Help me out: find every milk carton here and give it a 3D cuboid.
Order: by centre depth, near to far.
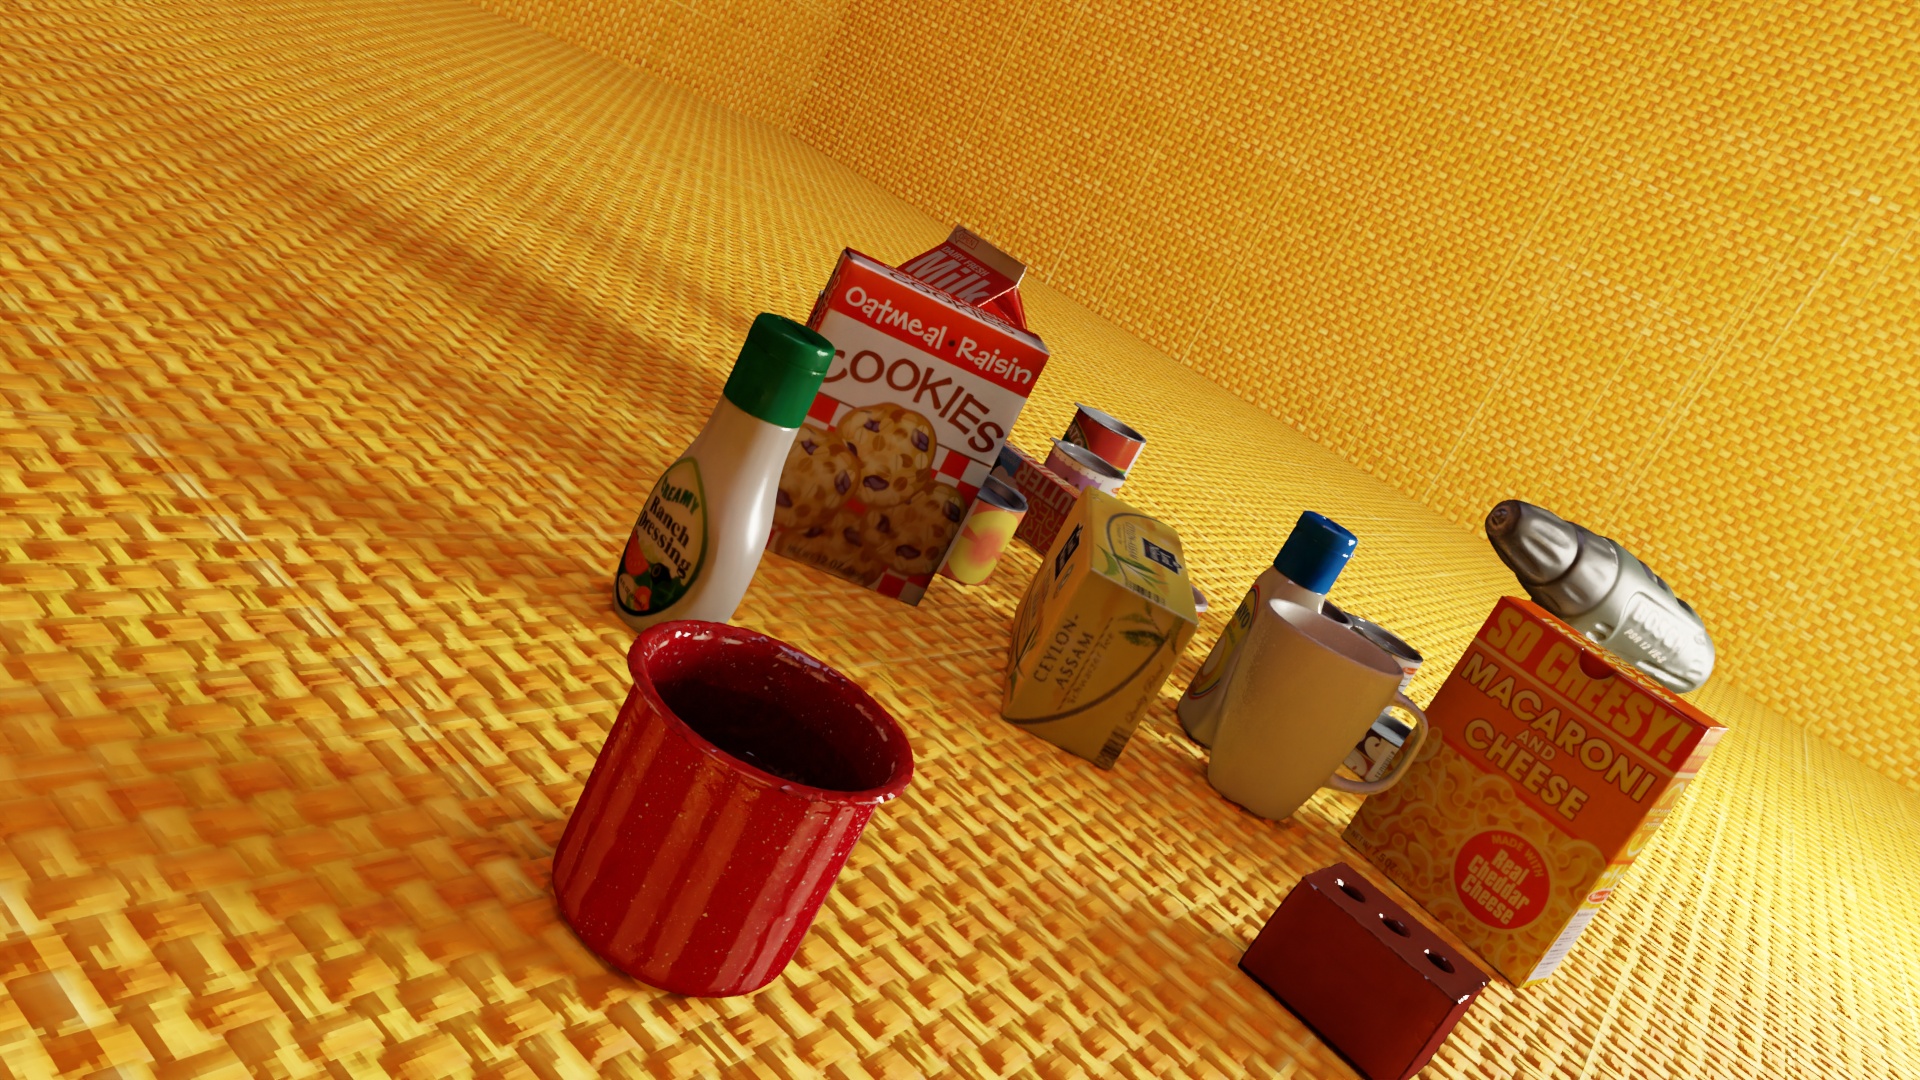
[{"bbox_3d":[-0.023,-0.110,0.919,0.072,0.190,0.073,38,18,33],"label":"milk carton"}]

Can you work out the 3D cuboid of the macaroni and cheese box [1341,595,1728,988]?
[{"bbox_3d":[0.300,0.132,0.741,0.040,0.166,0.124,12,22,-46],"label":"macaroni and cheese box"}]

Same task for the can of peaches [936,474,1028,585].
[{"bbox_3d":[0.003,-0.011,0.896,0.071,0.058,0.071,26,15,-8],"label":"can of peaches"}]

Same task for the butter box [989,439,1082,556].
[{"bbox_3d":[0.053,-0.030,1.049,0.104,0.053,0.024,37,18,30],"label":"butter box"}]

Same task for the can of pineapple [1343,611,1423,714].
[{"bbox_3d":[0.310,0.097,1.066,0.071,0.057,0.071,26,15,-8],"label":"can of pineapple"}]

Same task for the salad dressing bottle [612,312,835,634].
[{"bbox_3d":[-0.101,-0.026,0.600,0.044,0.147,0.064,12,22,-46],"label":"salad dressing bottle"}]

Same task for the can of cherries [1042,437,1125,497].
[{"bbox_3d":[0.091,-0.043,1.145,0.071,0.058,0.072,26,15,-8],"label":"can of cherries"}]

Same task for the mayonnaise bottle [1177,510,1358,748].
[{"bbox_3d":[0.182,0.053,0.824,0.041,0.147,0.065,27,15,-6],"label":"mayonnaise bottle"}]

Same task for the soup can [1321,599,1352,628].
[{"bbox_3d":[0.211,0.072,0.932,0.071,0.083,0.071,26,15,-8],"label":"soup can"}]

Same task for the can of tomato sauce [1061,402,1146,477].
[{"bbox_3d":[0.111,-0.067,1.207,0.071,0.083,0.071,26,15,-8],"label":"can of tomato sauce"}]

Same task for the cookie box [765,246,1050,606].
[{"bbox_3d":[-0.044,-0.061,0.772,0.123,0.167,0.040,22,16,-20],"label":"cookie box"}]

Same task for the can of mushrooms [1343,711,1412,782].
[{"bbox_3d":[0.282,0.139,0.933,0.071,0.033,0.071,26,16,-8],"label":"can of mushrooms"}]

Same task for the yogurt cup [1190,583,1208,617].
[{"bbox_3d":[0.121,0.047,0.915,0.072,0.053,0.072,26,16,-8],"label":"yogurt cup"}]
